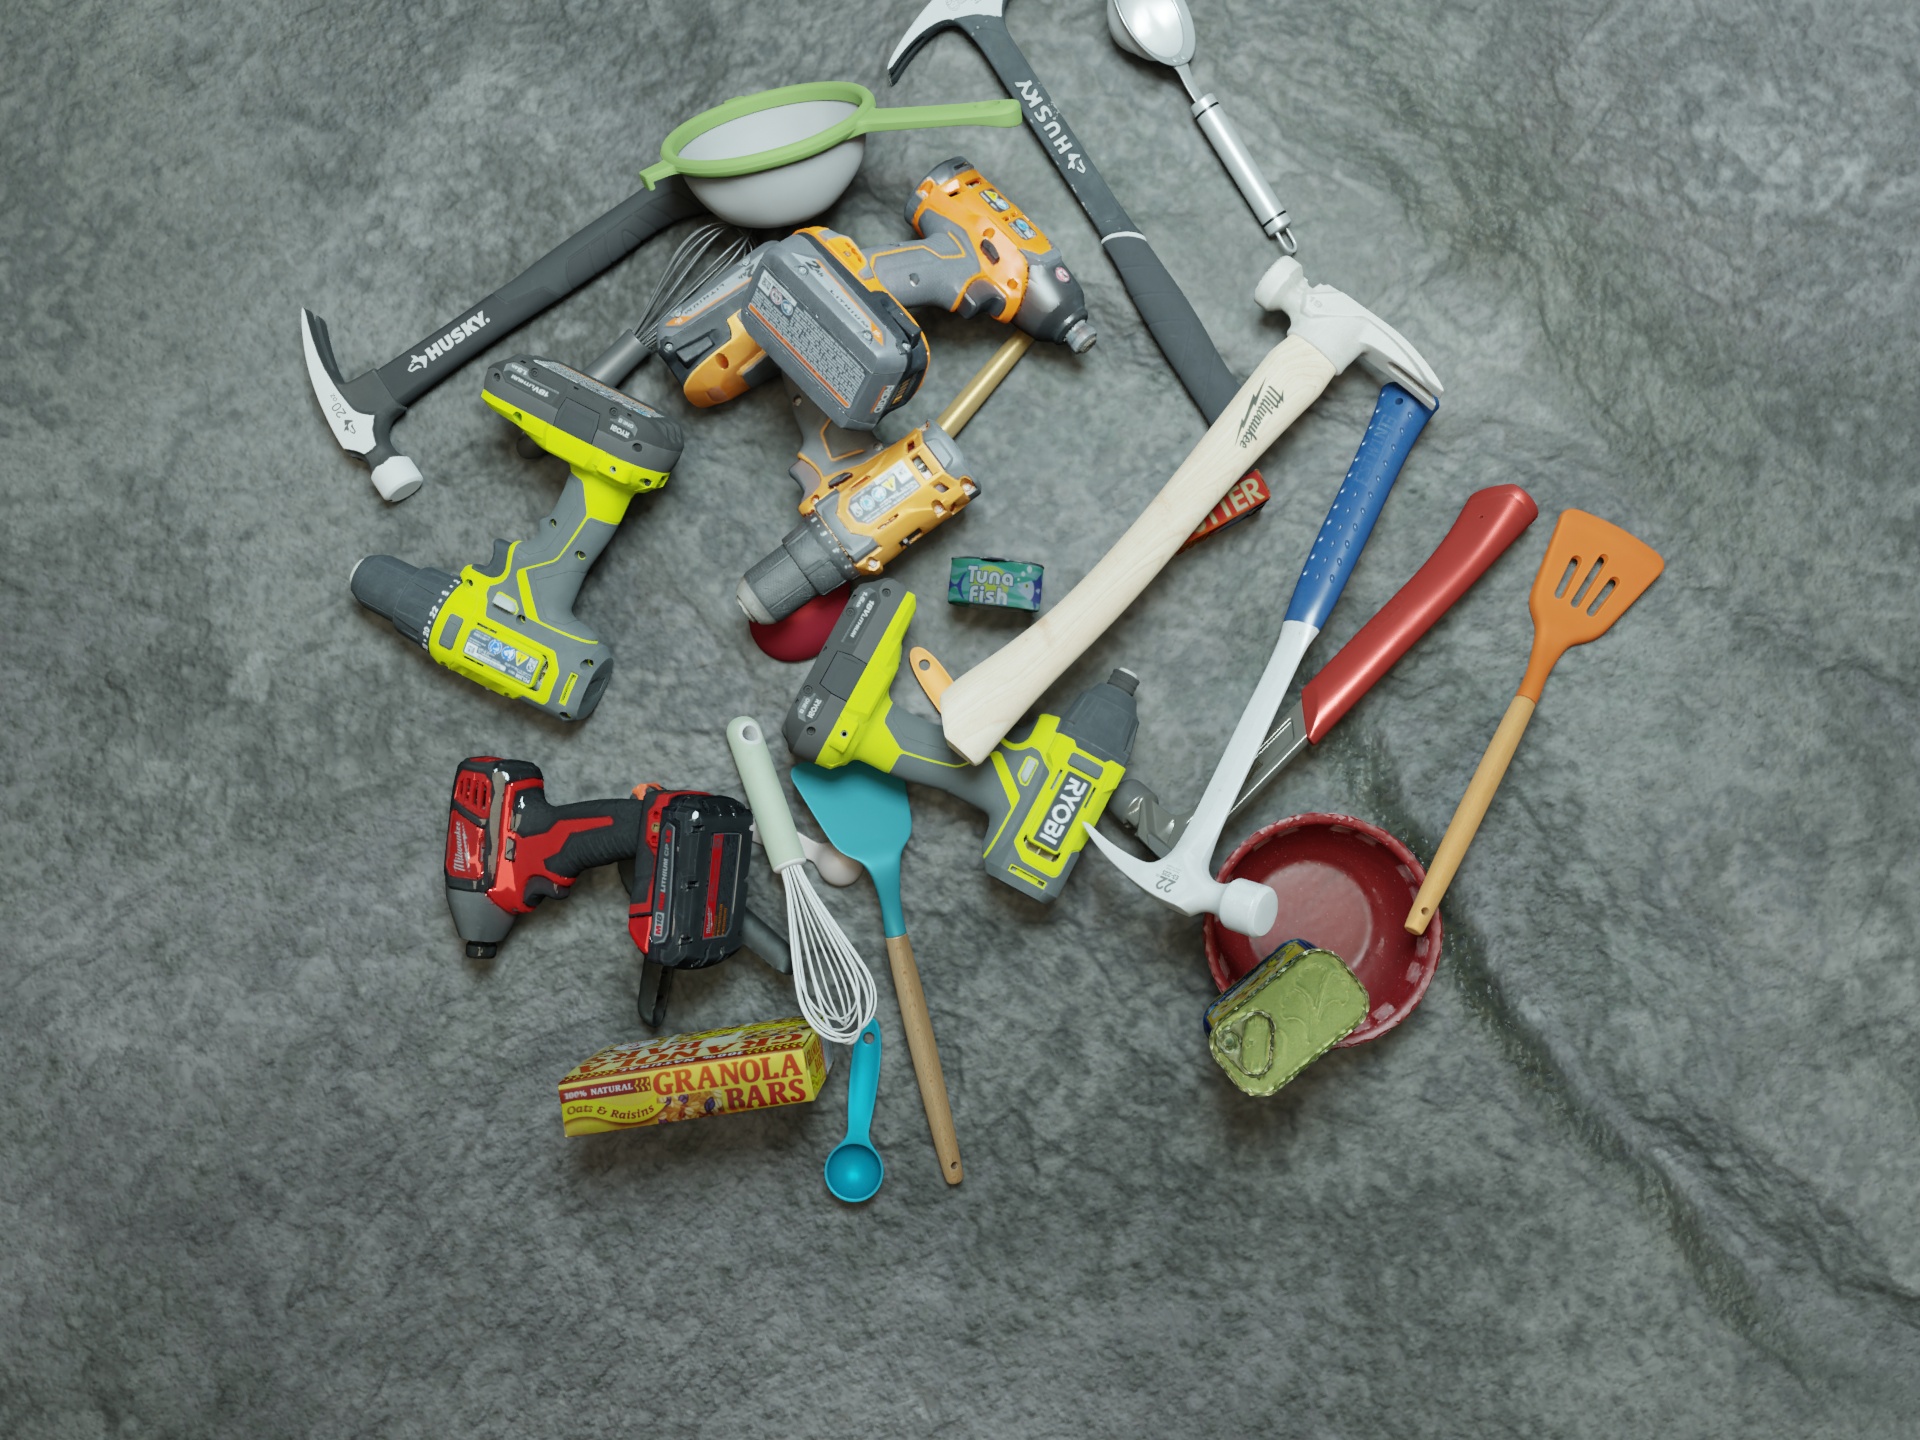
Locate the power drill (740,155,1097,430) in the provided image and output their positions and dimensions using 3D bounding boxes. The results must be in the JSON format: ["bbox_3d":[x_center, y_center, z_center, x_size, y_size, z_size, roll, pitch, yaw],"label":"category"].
[{"bbox_3d":[-0.015,-0.279,1.059,0.164,0.084,0.226,46,51,7],"label":"power drill"}]

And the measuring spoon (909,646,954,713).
[{"bbox_3d":[-0.002,-0.004,1.144,0.021,0.011,0.117,-33,84,-6],"label":"measuring spoon"}]

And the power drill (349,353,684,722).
[{"bbox_3d":[-0.309,-0.134,1.113,0.190,0.080,0.228,27,103,2],"label":"power drill"}]

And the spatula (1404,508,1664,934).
[{"bbox_3d":[0.380,0.004,1.090,0.081,0.041,0.323,30,75,2],"label":"spatula"}]

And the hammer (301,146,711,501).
[{"bbox_3d":[-0.319,-0.311,1.150,0.335,0.035,0.146,-34,88,1],"label":"hammer"}]

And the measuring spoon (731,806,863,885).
[{"bbox_3d":[-0.128,0.085,1.141,0.124,0.018,0.034,22,90,3],"label":"measuring spoon"}]

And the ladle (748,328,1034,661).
[{"bbox_3d":[-0.042,-0.171,1.141,0.069,0.031,0.315,40,89,2],"label":"ladle"}]

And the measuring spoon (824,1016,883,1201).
[{"bbox_3d":[-0.070,0.278,1.140,0.042,0.021,0.129,6,80,3],"label":"measuring spoon"}]

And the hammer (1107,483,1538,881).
[{"bbox_3d":[0.270,-0.023,1.089,0.359,0.036,0.149,-44,48,-5],"label":"hammer"}]

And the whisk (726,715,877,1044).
[{"bbox_3d":[-0.117,0.109,1.111,0.057,0.059,0.246,-11,71,-33],"label":"whisk"}]

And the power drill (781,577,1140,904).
[{"bbox_3d":[0.005,0.002,1.100,0.223,0.080,0.171,28,84,-4],"label":"power drill"}]

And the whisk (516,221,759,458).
[{"bbox_3d":[-0.233,-0.274,1.142,0.239,0.055,0.055,-42,88,6],"label":"whisk"}]

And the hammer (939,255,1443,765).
[{"bbox_3d":[0.143,-0.124,1.063,0.146,0.038,0.410,41,83,12],"label":"hammer"}]

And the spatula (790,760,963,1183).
[{"bbox_3d":[-0.042,0.175,1.128,0.082,0.044,0.317,-15,96,-24],"label":"spatula"}]

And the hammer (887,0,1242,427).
[{"bbox_3d":[0.101,-0.356,1.133,0.149,0.036,0.409,-32,88,3],"label":"hammer"}]

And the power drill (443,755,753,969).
[{"bbox_3d":[-0.260,0.105,1.097,0.220,0.078,0.143,6,89,22],"label":"power drill"}]

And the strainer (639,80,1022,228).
[{"bbox_3d":[-0.076,-0.379,1.080,0.256,0.152,0.069,4,131,21],"label":"strainer"}]

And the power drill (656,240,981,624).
[{"bbox_3d":[-0.120,-0.193,1.105,0.185,0.084,0.226,-36,81,2],"label":"power drill"}]

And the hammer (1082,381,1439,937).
[{"bbox_3d":[0.220,-0.056,1.076,0.144,0.035,0.405,17,72,39],"label":"hammer"}]

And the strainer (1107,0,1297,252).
[{"bbox_3d":[0.167,-0.441,1.129,0.087,0.050,0.258,-35,94,-42],"label":"strainer"}]
